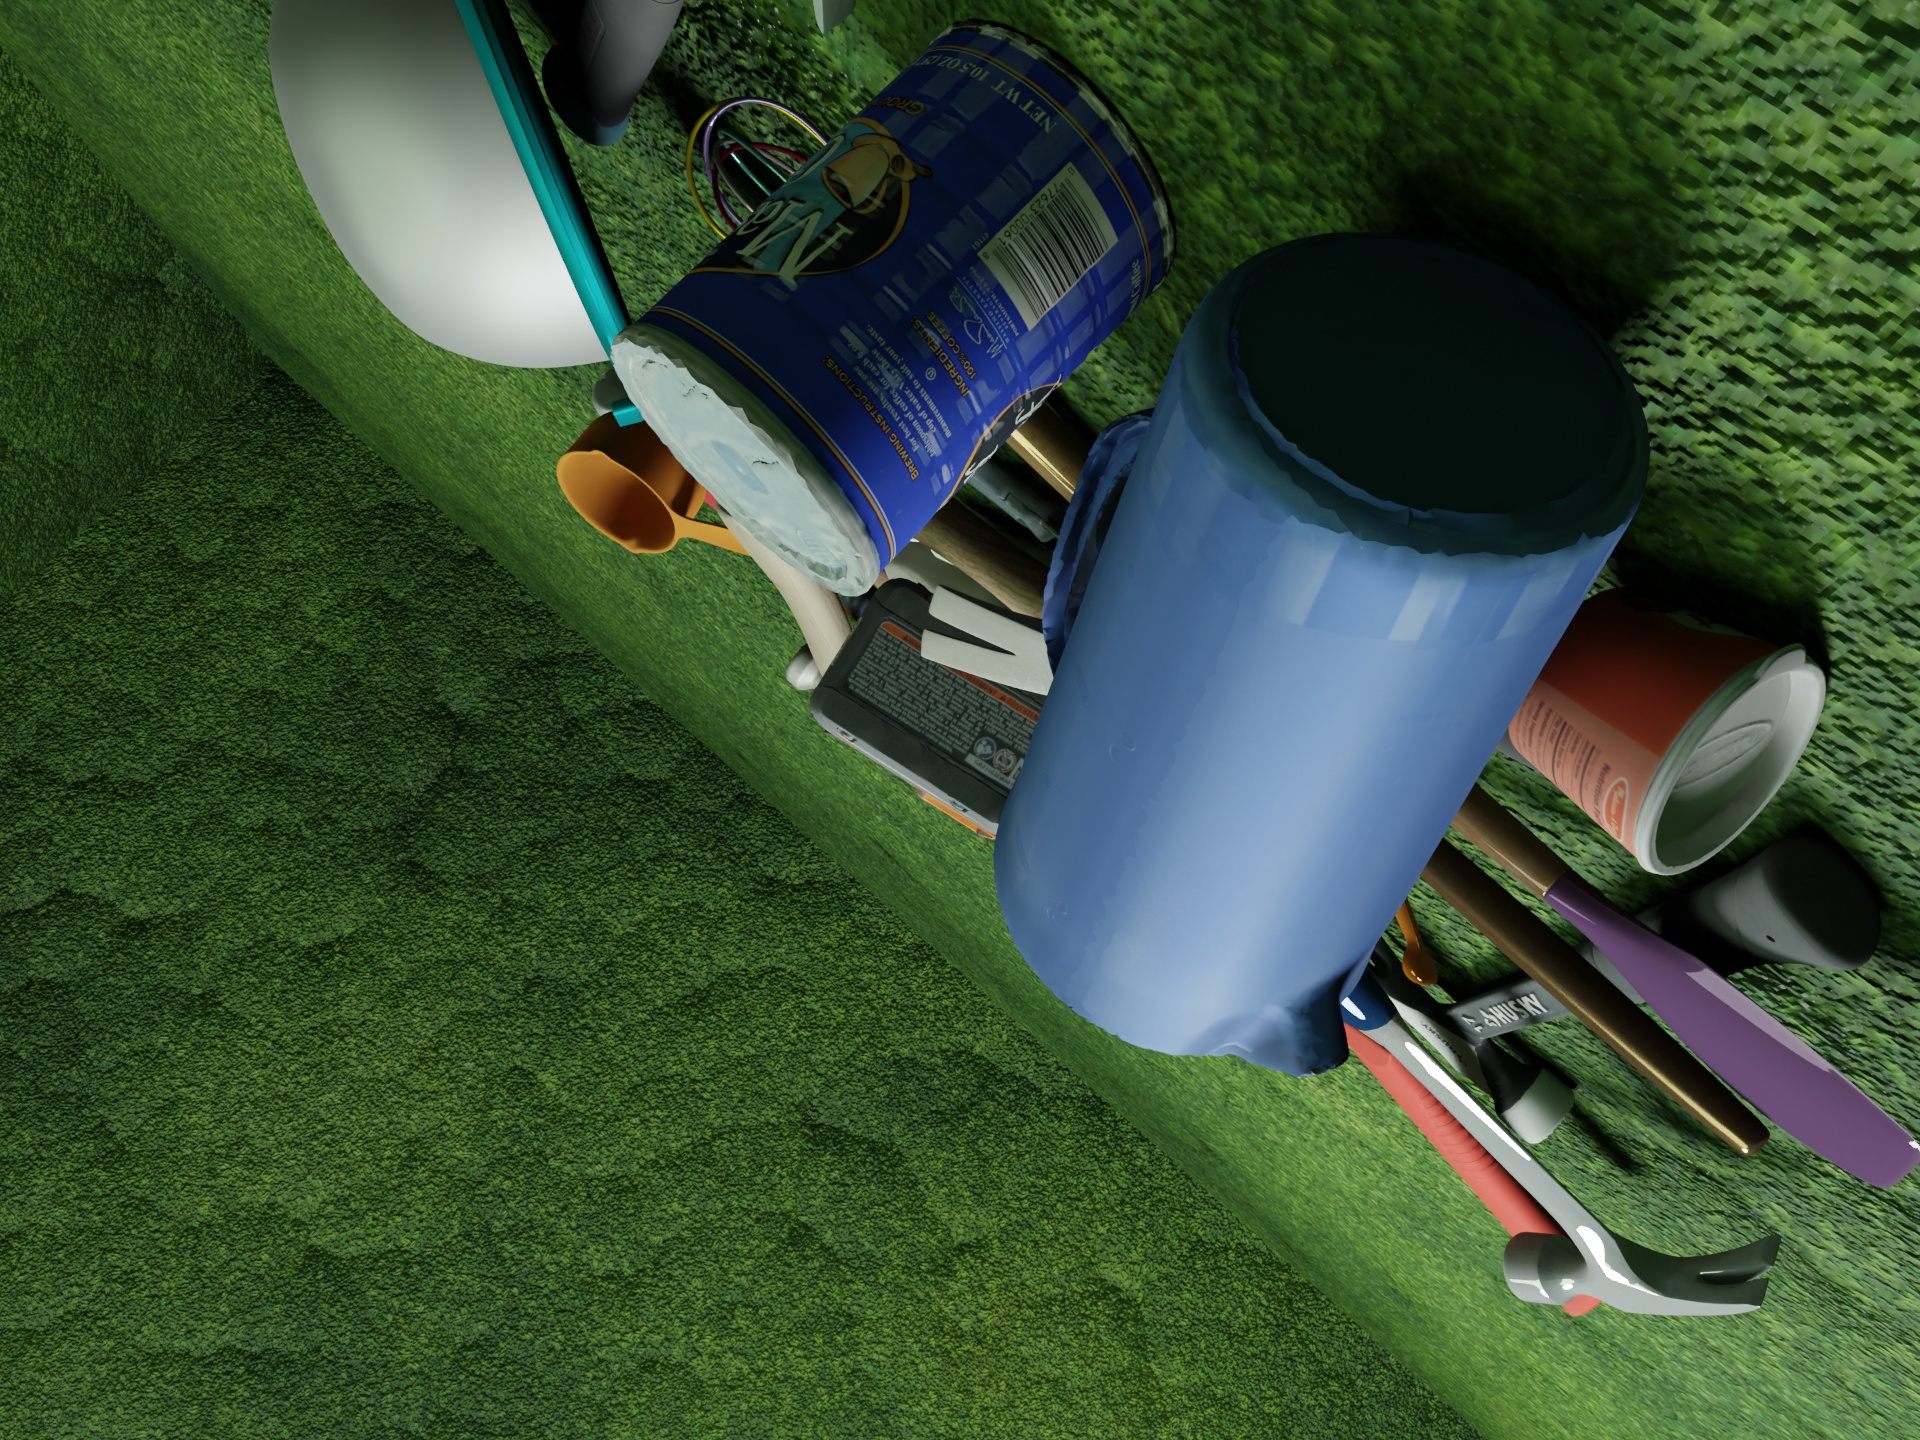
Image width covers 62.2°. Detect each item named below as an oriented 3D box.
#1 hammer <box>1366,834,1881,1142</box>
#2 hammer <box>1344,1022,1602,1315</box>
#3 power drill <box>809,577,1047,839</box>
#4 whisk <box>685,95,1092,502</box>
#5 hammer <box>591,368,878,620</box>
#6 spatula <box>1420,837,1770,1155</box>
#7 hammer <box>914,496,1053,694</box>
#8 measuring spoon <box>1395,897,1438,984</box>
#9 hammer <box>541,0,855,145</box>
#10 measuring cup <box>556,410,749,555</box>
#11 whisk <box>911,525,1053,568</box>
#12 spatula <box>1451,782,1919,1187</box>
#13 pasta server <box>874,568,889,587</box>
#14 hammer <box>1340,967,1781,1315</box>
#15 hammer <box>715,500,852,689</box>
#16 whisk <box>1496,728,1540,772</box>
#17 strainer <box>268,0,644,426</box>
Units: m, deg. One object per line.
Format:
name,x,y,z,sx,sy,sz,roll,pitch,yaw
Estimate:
hammer,0.253,0.106,0.662,0.149,0.036,0.408,41,168,12
hammer,0.223,0.180,0.822,0.359,0.037,0.149,48,163,-16
power drill,-0.001,-0.003,0.802,0.164,0.084,0.226,32,179,10
whisk,-0.009,-0.144,0.618,0.245,0.047,0.051,42,167,-12
hammer,-0.091,-0.095,1.062,0.386,0.038,0.143,38,169,22
spatula,0.174,0.057,0.628,0.082,0.044,0.318,15,-155,-49
hammer,-0.018,-0.095,0.725,0.332,0.130,0.031,41,127,44
measuring spoon,0.185,0.067,0.707,0.117,0.011,0.021,66,169,-9
hammer,-0.107,-0.261,0.544,0.128,0.033,0.331,48,168,-17
measuring cup,-0.166,-0.142,0.997,0.174,0.052,0.095,19,149,15
whisk,-0.012,-0.096,0.799,0.247,0.057,0.059,29,-156,38
spatula,0.192,0.042,0.565,0.316,0.018,0.059,46,165,30
pasta server,-0.058,-0.107,0.952,0.316,0.040,0.060,38,168,5
hammer,0.192,0.135,0.696,0.405,0.035,0.144,44,149,-15
hammer,-0.073,-0.047,0.970,0.146,0.038,0.410,38,171,12
whisk,0.148,-0.022,0.540,0.239,0.055,0.055,29,163,33
strainer,-0.222,-0.269,0.583,0.211,0.095,0.340,-117,6,-50
